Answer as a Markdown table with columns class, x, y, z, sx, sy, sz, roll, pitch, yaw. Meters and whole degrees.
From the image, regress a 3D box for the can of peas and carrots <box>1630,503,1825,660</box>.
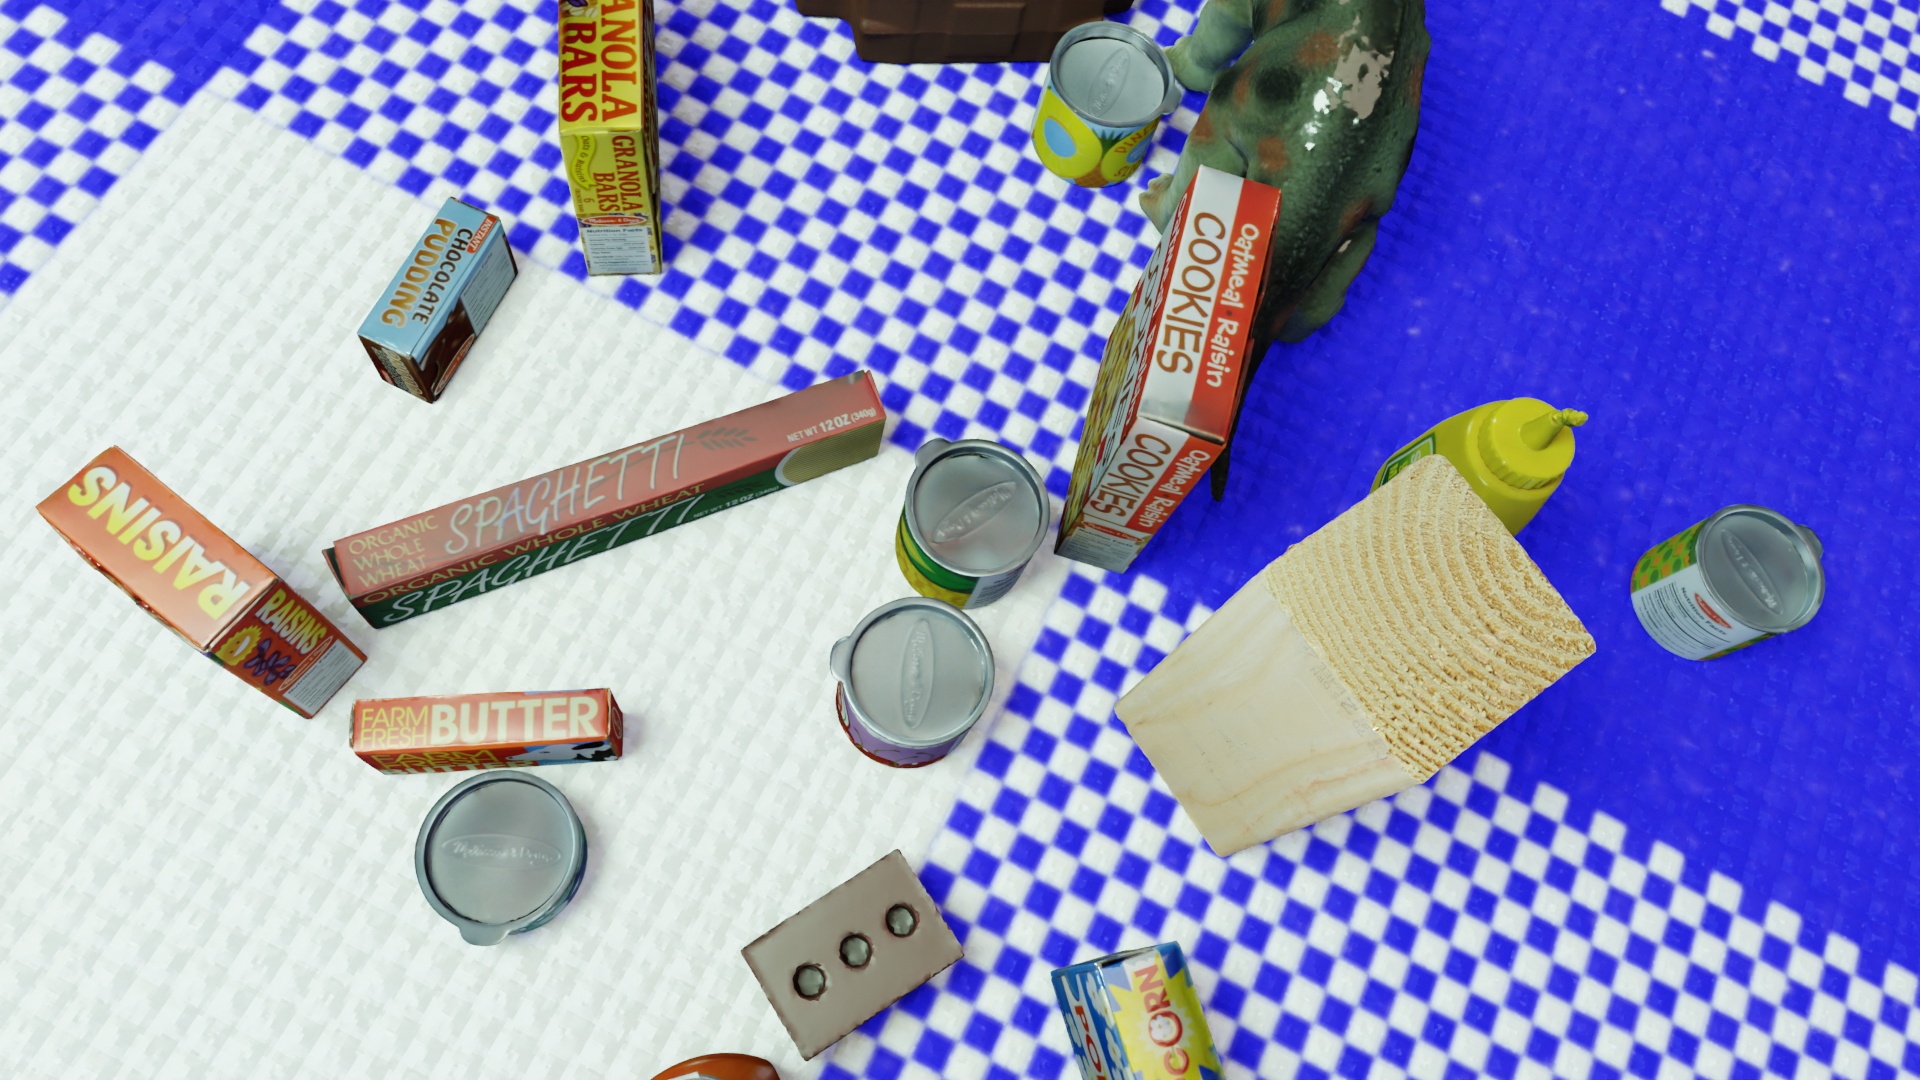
| class | x | y | z | sx | sy | sz | roll | pitch | yaw |
| --- | --- | --- | --- | --- | --- | --- | --- | --- | --- |
| can of peas and carrots | 0.384 | 0.021 | 0.697 | 0.071 | 0.058 | 0.071 | 3 | 70 | -8 |

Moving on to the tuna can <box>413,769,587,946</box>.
| class | x | y | z | sx | sy | sz | roll | pitch | yaw |
| --- | --- | --- | --- | --- | --- | --- | --- | --- | --- |
| tuna can | -0.192 | 0.134 | 0.583 | 0.071 | 0.032 | 0.071 | 3 | 70 | -8 |

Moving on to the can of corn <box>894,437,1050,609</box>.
| class | x | y | z | sx | sy | sz | roll | pitch | yaw |
| --- | --- | --- | --- | --- | --- | --- | --- | --- | --- |
| can of corn | 0.002 | -0.008 | 0.650 | 0.071 | 0.058 | 0.071 | 3 | 70 | -8 |

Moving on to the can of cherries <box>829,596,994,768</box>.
| class | x | y | z | sx | sy | sz | roll | pitch | yaw |
| --- | --- | --- | --- | --- | --- | --- | --- | --- | --- |
| can of cherries | -0.024 | 0.064 | 0.620 | 0.071 | 0.058 | 0.071 | 3 | 70 | -8 |

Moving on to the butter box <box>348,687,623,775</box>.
| class | x | y | z | sx | sy | sz | roll | pitch | yaw |
| --- | --- | --- | --- | --- | --- | --- | --- | --- | --- |
| butter box | -0.198 | 0.081 | 0.590 | 0.103 | 0.053 | 0.024 | -2 | 71 | -9 |

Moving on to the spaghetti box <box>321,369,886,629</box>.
| class | x | y | z | sx | sy | sz | roll | pitch | yaw |
| --- | --- | --- | --- | --- | --- | --- | --- | --- | --- |
| spaghetti box | -0.154 | -0.020 | 0.635 | 0.251 | 0.050 | 0.029 | -20 | 75 | -15 |

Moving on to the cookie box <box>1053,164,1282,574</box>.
| class | x | y | z | sx | sy | sz | roll | pitch | yaw |
| --- | --- | --- | --- | --- | --- | --- | --- | --- | --- |
| cookie box | 0.090 | -0.069 | 0.626 | 0.040 | 0.166 | 0.123 | 17 | 69 | -2 |

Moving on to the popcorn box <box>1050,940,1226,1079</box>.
| class | x | y | z | sx | sy | sz | roll | pitch | yaw |
| --- | --- | --- | --- | --- | --- | --- | --- | --- | --- |
| popcorn box | 0.080 | 0.230 | 0.561 | 0.038 | 0.085 | 0.127 | -14 | 73 | -13 |

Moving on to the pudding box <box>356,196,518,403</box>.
| class | x | y | z | sx | sy | sz | roll | pitch | yaw |
| --- | --- | --- | --- | --- | --- | --- | --- | --- | --- |
| pudding box | -0.244 | -0.113 | 0.655 | 0.030 | 0.049 | 0.084 | 24 | 69 | 0 |

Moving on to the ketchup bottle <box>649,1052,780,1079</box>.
| class | x | y | z | sx | sy | sz | roll | pitch | yaw |
| --- | --- | --- | --- | --- | --- | --- | --- | --- | --- |
| ketchup bottle | -0.095 | 0.212 | 0.507 | 0.065 | 0.148 | 0.043 | -12 | 73 | -12 |

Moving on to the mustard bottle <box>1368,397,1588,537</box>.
| class | x | y | z | sx | sy | sz | roll | pitch | yaw |
| --- | --- | --- | --- | --- | --- | --- | --- | --- | --- |
| mustard bottle | 0.237 | -0.030 | 0.638 | 0.049 | 0.159 | 0.065 | 6 | 70 | -6 |

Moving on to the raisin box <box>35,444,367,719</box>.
| class | x | y | z | sx | sy | sz | roll | pitch | yaw |
| --- | --- | --- | --- | --- | --- | --- | --- | --- | --- |
| raisin box | -0.299 | 0.021 | 0.559 | 0.086 | 0.123 | 0.040 | 38 | 70 | 6 |

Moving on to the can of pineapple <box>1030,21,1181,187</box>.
| class | x | y | z | sx | sy | sz | roll | pitch | yaw |
| --- | --- | --- | --- | --- | --- | --- | --- | --- | --- |
| can of pineapple | 0.076 | -0.230 | 0.741 | 0.071 | 0.057 | 0.071 | 3 | 70 | -8 |

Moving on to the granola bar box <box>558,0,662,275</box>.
| class | x | y | z | sx | sy | sz | roll | pitch | yaw |
| --- | --- | --- | --- | --- | --- | --- | --- | --- | --- |
| granola bar box | -0.167 | -0.230 | 0.669 | 0.039 | 0.123 | 0.166 | -3 | 71 | -9 |
